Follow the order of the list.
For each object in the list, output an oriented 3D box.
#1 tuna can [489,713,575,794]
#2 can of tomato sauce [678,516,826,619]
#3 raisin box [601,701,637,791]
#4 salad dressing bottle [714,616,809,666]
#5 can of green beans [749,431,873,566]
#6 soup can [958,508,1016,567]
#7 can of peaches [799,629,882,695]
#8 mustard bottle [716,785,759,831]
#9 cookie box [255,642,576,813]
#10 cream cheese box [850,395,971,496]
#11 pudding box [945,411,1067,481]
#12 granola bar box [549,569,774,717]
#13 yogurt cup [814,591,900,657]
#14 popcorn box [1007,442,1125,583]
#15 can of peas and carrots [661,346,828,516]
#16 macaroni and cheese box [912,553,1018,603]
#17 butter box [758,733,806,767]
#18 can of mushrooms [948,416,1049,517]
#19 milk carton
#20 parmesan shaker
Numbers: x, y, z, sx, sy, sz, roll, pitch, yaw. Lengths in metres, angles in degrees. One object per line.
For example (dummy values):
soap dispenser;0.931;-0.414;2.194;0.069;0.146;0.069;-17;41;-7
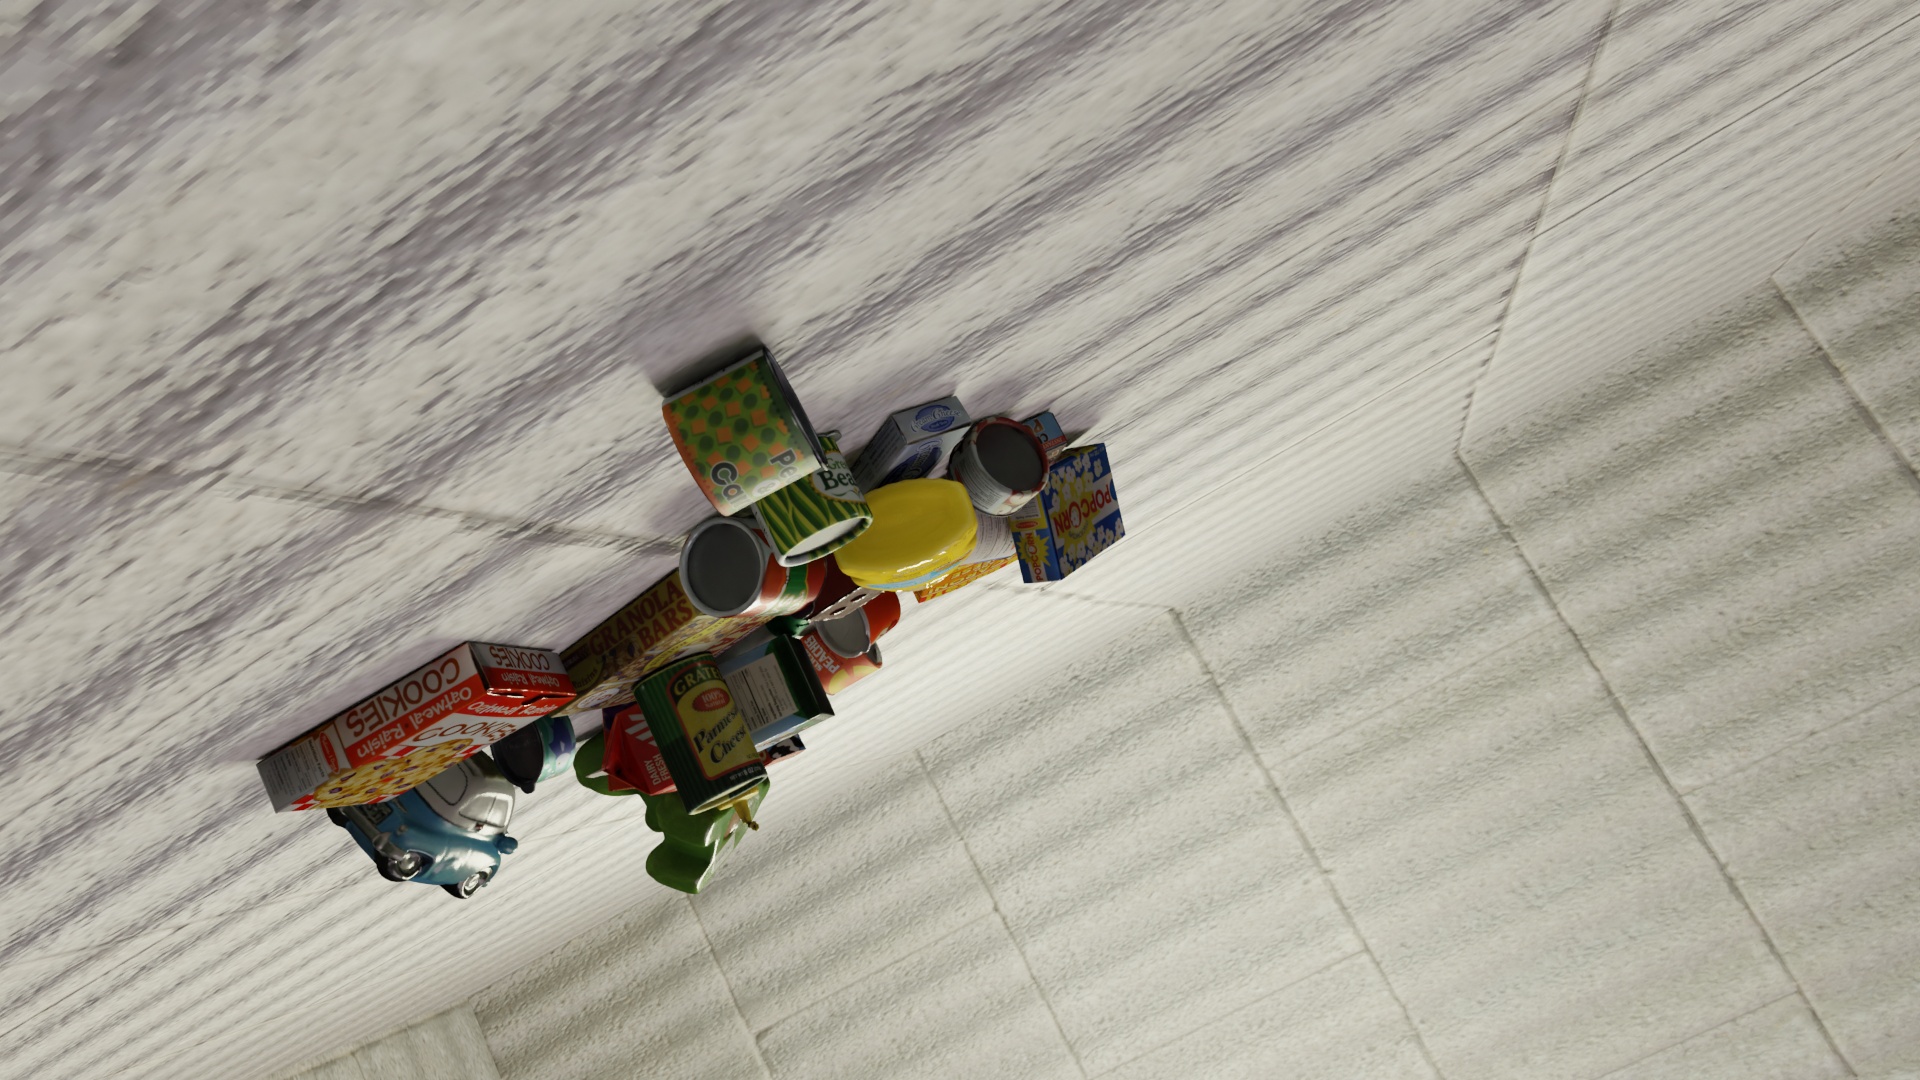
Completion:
tuna can;-0.330;0.157;1.073;0.071;0.071;0.033;-36;167;34
can of tomato sauce;-0.137;0.020;0.922;0.071;0.071;0.083;-32;167;18
raisin box;-0.239;0.164;1.185;0.123;0.086;0.040;-9;173;9
salad dressing bottle;-0.167;0.083;1.196;0.064;0.044;0.147;-11;159;-37
can of green beans;-0.095;-0.024;0.856;0.071;0.058;0.071;-27;168;-6
soup can;0.004;-0.014;1.115;0.071;0.071;0.084;-35;165;32
can of peaches;-0.118;0.110;1.366;0.058;0.071;0.071;-30;168;10
mustard bottle;-0.218;0.188;1.239;0.065;0.160;0.048;-15;164;-43
cookie box;-0.364;0.128;0.945;0.167;0.040;0.123;-29;168;6
cream cheese box;-0.038;-0.057;0.927;0.053;0.024;0.103;-21;166;-33
pudding box;0.034;-0.063;1.053;0.084;0.030;0.049;-24;169;-18
granola bar box;-0.218;0.073;1.042;0.165;0.039;0.124;-33;167;26
yogurt cup;-0.090;0.064;1.238;0.054;0.072;0.072;-27;171;-44
popcorn box;0.085;-0.024;1.135;0.038;0.085;0.127;-8;-168;33
can of peas and carrots;-0.105;-0.051;0.684;0.059;0.071;0.071;-27;168;1
macaroni and cheese box;0.016;-0.001;1.254;0.124;0.040;0.166;-24;168;-13
butter box;-0.194;0.166;1.341;0.024;0.103;0.053;-35;168;29
can of mushrooms;0.029;-0.054;0.992;0.071;0.071;0.033;-18;164;-39
milk carton;-0.206;0.149;1.123;0.191;0.073;0.072;-25;171;-1
parmesan shaker;-0.194;0.145;1.050;0.071;0.103;0.071;-27;169;-6
